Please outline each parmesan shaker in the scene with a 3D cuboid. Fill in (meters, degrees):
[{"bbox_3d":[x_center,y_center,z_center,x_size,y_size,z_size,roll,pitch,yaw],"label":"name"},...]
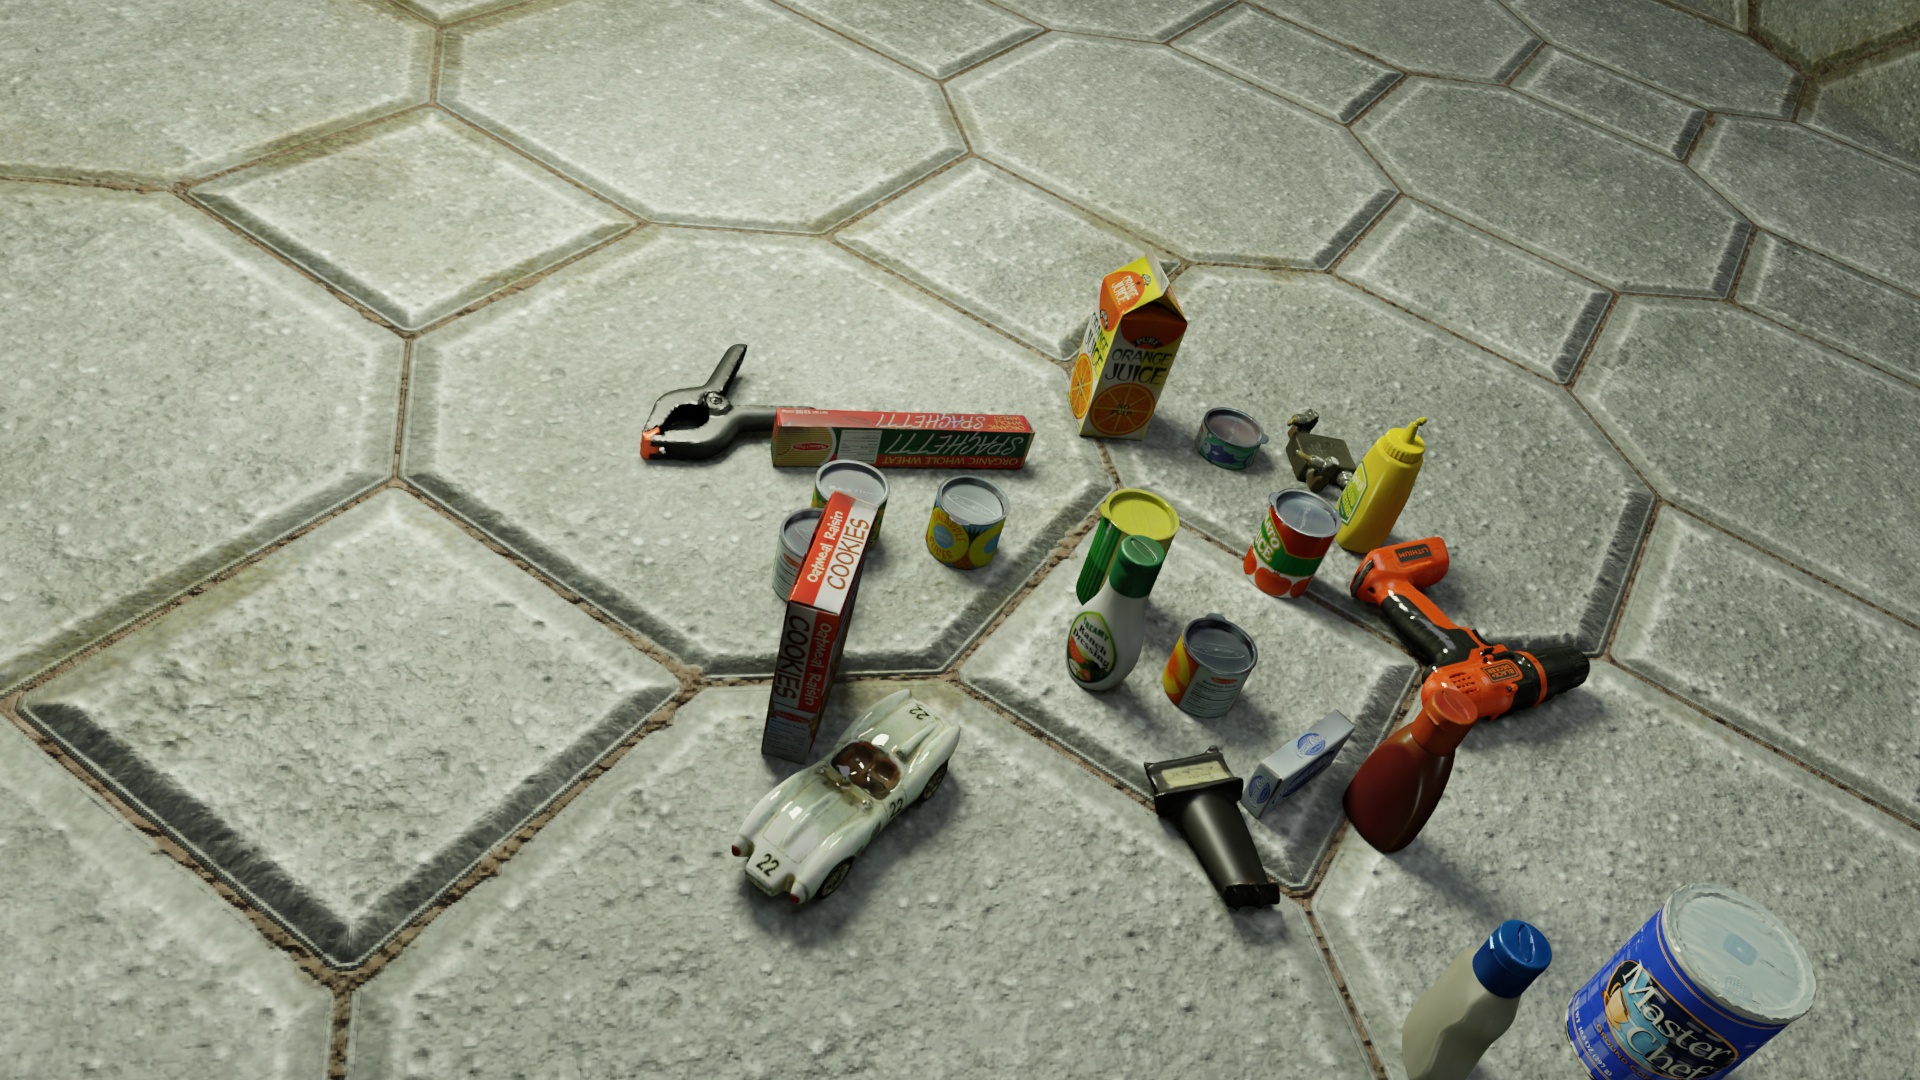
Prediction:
[{"bbox_3d":[0.143,0.014,1.222,0.071,0.102,0.072,9,42,-8],"label":"parmesan shaker"}]

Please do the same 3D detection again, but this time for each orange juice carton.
[{"bbox_3d":[0.170,-0.198,1.396,0.073,0.191,0.072,3,43,-15],"label":"orange juice carton"}]

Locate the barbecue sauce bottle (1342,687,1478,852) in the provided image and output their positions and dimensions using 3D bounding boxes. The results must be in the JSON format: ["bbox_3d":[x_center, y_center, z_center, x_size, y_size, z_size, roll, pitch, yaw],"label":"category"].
[{"bbox_3d":[0.351,0.175,1.077,0.044,0.147,0.065,-11,48,-28],"label":"barbecue sauce bottle"}]

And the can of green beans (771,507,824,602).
[{"bbox_3d":[-0.123,0.015,1.168,0.071,0.057,0.071,9,42,-8],"label":"can of green beans"}]

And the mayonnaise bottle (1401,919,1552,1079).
[{"bbox_3d":[0.343,0.309,0.928,0.041,0.147,0.065,17,41,1],"label":"mayonnaise bottle"}]

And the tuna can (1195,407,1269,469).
[{"bbox_3d":[0.284,-0.106,1.453,0.071,0.032,0.071,9,42,-8],"label":"tuna can"}]

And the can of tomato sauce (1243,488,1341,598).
[{"bbox_3d":[0.308,0.003,1.303,0.071,0.082,0.071,9,42,-8],"label":"can of tomato sauce"}]

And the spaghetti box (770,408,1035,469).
[{"bbox_3d":[-0.054,-0.095,1.318,0.250,0.049,0.029,0,44,-18],"label":"spaghetti box"}]

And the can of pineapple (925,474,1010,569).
[{"bbox_3d":[0.004,-0.016,1.244,0.071,0.057,0.071,9,42,-8],"label":"can of pineapple"}]

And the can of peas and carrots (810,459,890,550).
[{"bbox_3d":[-0.099,-0.027,1.222,0.071,0.058,0.071,9,42,-8],"label":"can of peas and carrots"}]

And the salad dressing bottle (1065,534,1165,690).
[{"bbox_3d":[0.127,0.059,1.133,0.044,0.146,0.064,-20,53,-34],"label":"salad dressing bottle"}]

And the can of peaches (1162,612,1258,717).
[{"bbox_3d":[0.210,0.106,1.177,0.071,0.057,0.071,9,42,-8],"label":"can of peaches"}]

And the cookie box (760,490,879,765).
[{"bbox_3d":[-0.106,0.065,1.036,0.040,0.166,0.123,16,41,-1],"label":"cookie box"}]

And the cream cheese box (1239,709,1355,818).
[{"bbox_3d":[0.272,0.180,1.119,0.104,0.053,0.024,-24,55,-37],"label":"cream cheese box"}]

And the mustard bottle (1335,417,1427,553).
[{"bbox_3d":[0.412,-0.061,1.348,0.049,0.159,0.066,11,41,-6],"label":"mustard bottle"}]
